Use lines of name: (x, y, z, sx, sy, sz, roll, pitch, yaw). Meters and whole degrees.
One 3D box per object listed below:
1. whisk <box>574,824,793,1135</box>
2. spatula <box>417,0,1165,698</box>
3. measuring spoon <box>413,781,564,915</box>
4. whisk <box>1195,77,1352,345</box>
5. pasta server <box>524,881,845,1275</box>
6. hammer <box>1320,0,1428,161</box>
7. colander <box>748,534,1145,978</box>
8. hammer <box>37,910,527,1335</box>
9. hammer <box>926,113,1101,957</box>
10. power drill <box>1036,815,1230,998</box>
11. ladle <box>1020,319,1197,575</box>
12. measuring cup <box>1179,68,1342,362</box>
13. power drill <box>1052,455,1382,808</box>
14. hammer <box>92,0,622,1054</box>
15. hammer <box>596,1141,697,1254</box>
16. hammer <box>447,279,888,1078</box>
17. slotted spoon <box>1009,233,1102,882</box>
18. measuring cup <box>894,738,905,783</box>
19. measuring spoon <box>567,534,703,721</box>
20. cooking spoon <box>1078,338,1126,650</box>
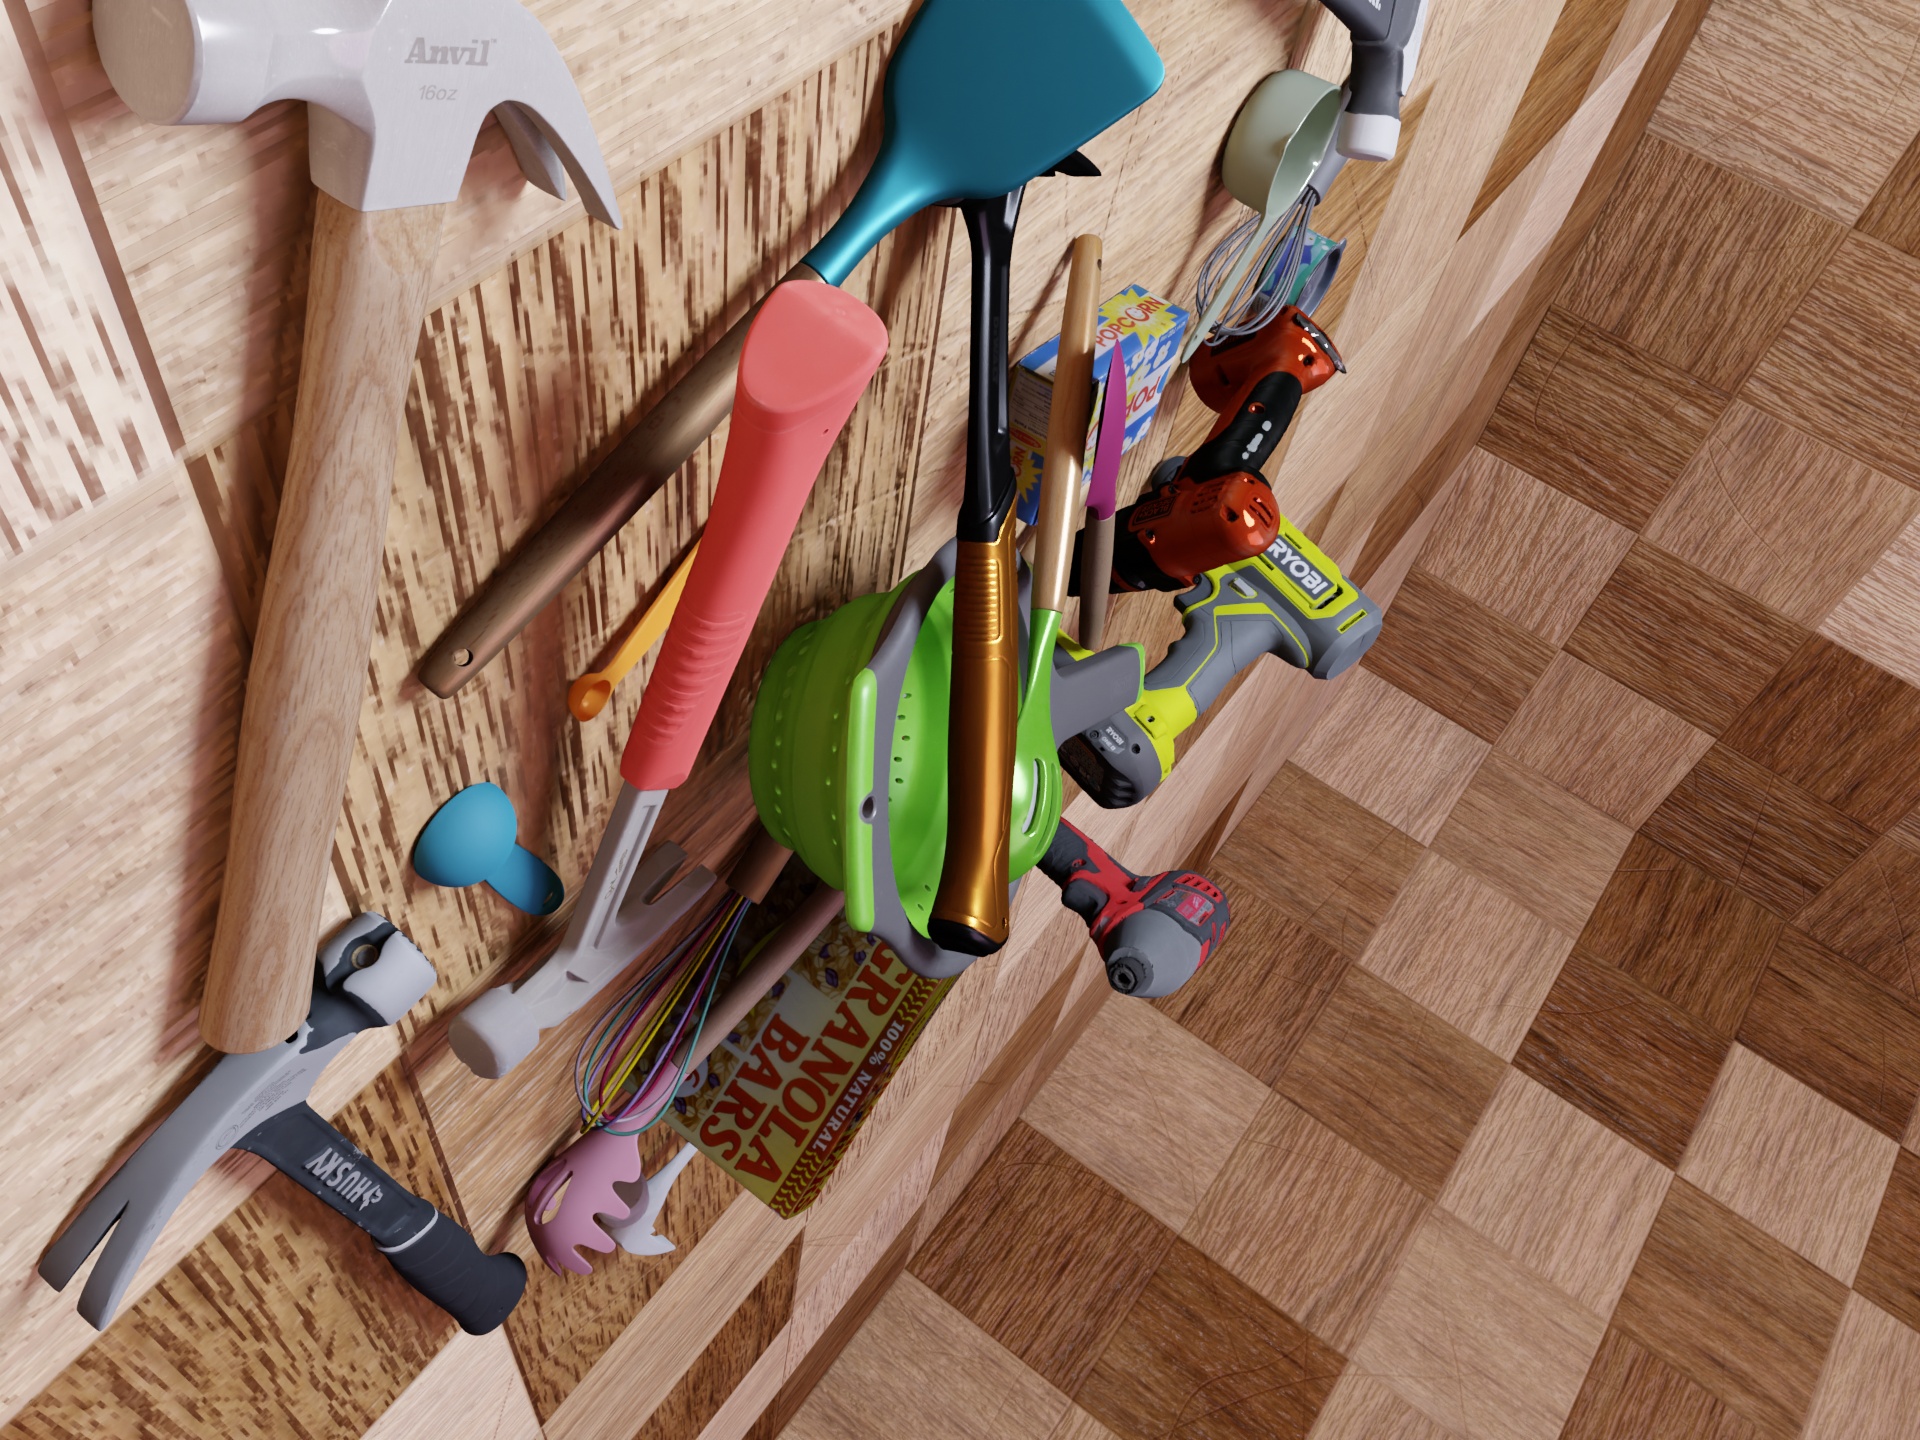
whisk: (-0.124, 0.109, 0.825, 0.245, 0.051, 0.047, -57, 159, -9)
spatula: (-0.063, -0.128, 0.517, 0.317, 0.082, 0.044, -50, -161, -9)
measuring spoon: (-0.171, 0.060, 0.614, 0.042, 0.021, 0.128, -53, 163, -13)
whisk: (0.209, -0.324, 0.968, 0.239, 0.055, 0.055, -58, 165, -13)
pasta server: (-0.127, 0.166, 0.851, 0.316, 0.060, 0.040, -48, 136, -1)
hammer: (0.157, -0.354, 0.715, 0.334, 0.035, 0.146, -16, 119, -60)
colander: (-0.001, -0.003, 0.812, 0.397, 0.094, 0.204, -23, 117, -64)
hammer: (-0.246, 0.218, 0.682, 0.149, 0.036, 0.408, -48, 163, -25)
hammer: (0.013, -0.065, 0.650, 0.127, 0.034, 0.336, -29, 124, -62)
power drill: (0.062, 0.098, 1.029, 0.143, 0.220, 0.078, -26, 146, -62)
ladle: (0.063, -0.107, 0.937, 0.320, 0.062, 0.078, -56, 165, -12)
measuring cup: (0.154, -0.283, 0.892, 0.167, 0.038, 0.083, -61, 164, 23)
power drill: (0.141, -0.066, 1.071, 0.228, 0.191, 0.080, -36, 159, -16)
hammer: (-0.168, -0.032, 0.421, 0.130, 0.031, 0.331, -35, 154, -53)
hammer: (-0.098, 0.192, 1.084, 0.405, 0.035, 0.144, -48, 162, -28)
hammer: (-0.098, -0.006, 0.580, 0.149, 0.037, 0.359, -45, 169, -47)
slotted spoon: (0.043, -0.076, 0.742, 0.070, 0.031, 0.314, 20, 76, -64)
measuring cup: (-0.052, 0.054, 0.908, 0.062, 0.029, 0.156, -40, 170, -25)
measuring spoon: (-0.113, -0.048, 0.605, 0.117, 0.011, 0.021, -56, 165, -17)
cooking spoon: (0.076, -0.104, 0.868, 0.318, 0.017, 0.069, 84, 16, -70)
